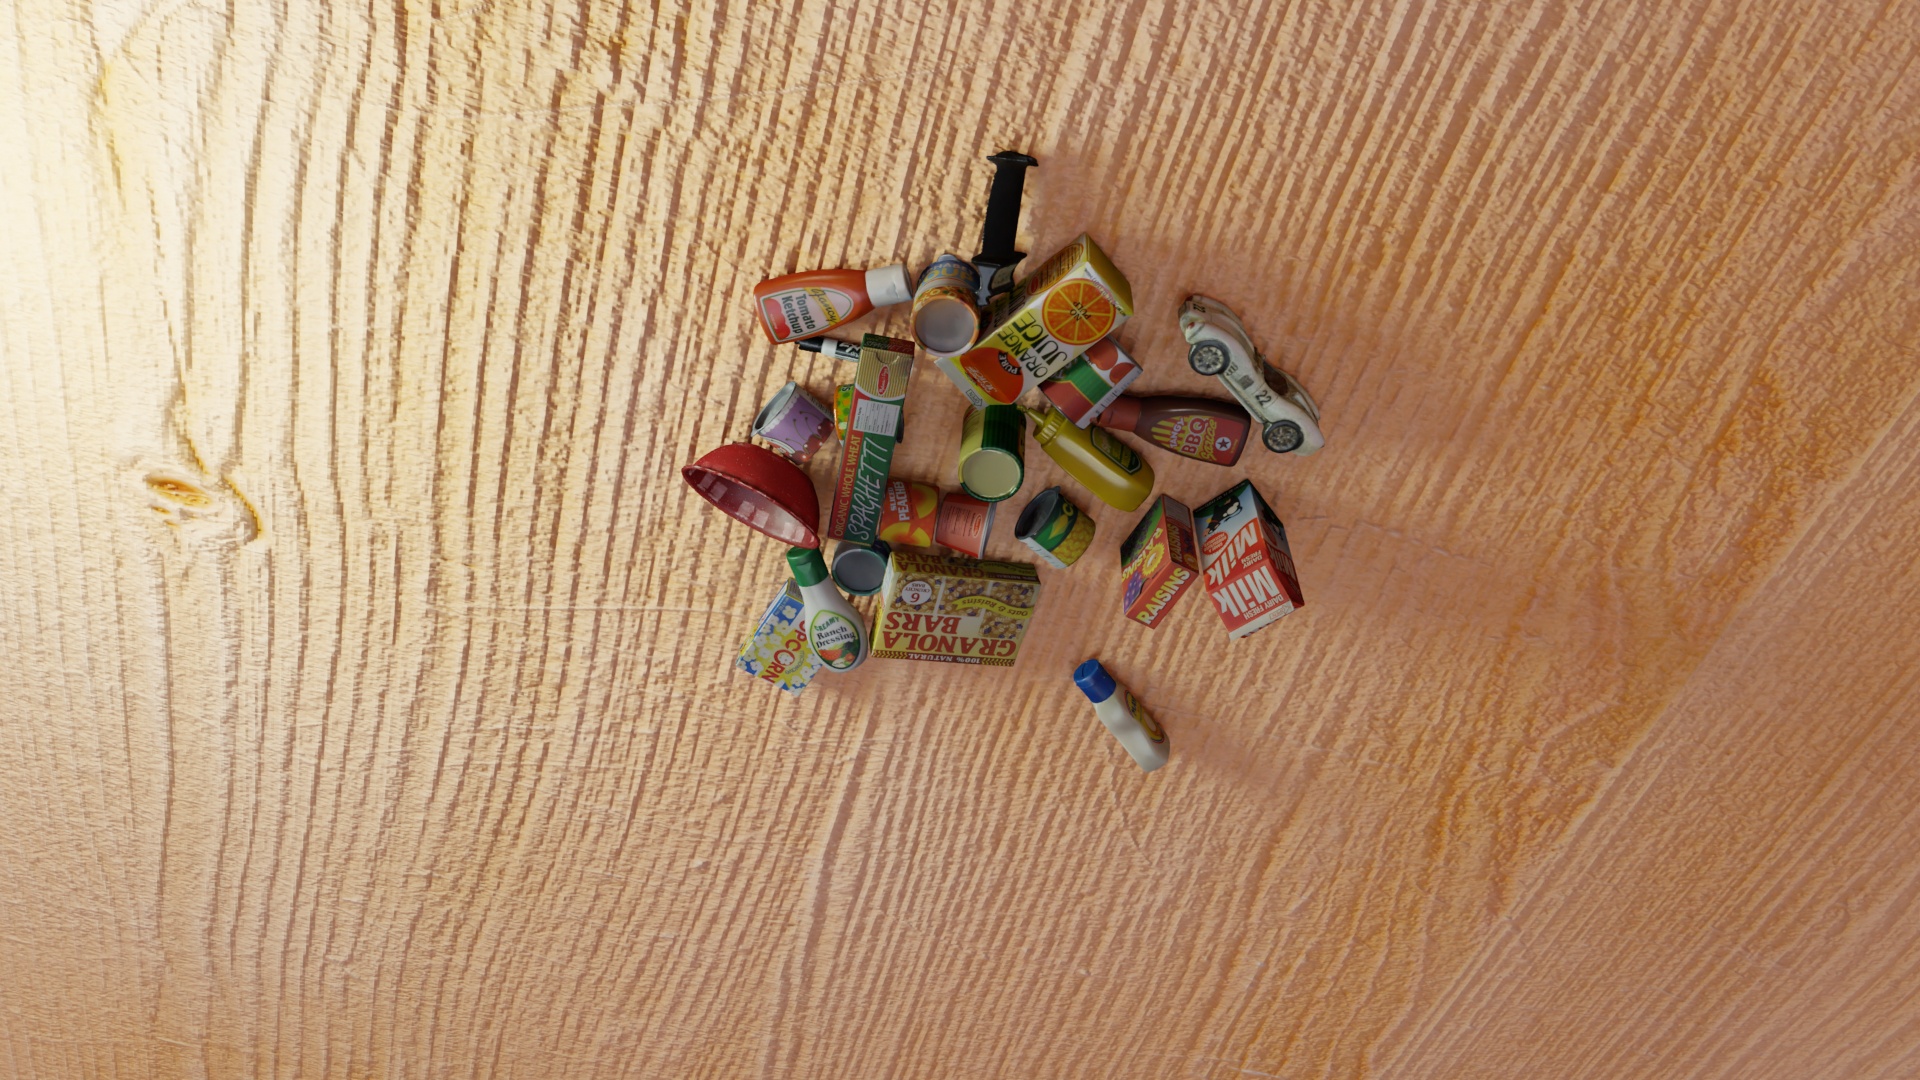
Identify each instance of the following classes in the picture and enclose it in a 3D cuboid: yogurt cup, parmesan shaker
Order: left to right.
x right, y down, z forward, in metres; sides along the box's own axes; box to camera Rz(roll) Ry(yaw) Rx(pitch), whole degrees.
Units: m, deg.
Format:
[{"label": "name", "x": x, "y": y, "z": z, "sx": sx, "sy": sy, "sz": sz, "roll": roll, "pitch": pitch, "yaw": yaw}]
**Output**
[{"label": "yogurt cup", "x": 0.005, "y": -0.018, "z": 1.469, "sx": 0.054, "sy": 0.073, "sz": 0.072, "roll": 13, "pitch": 124, "yaw": 4}, {"label": "parmesan shaker", "x": 0.032, "y": -0.090, "z": 1.393, "sx": 0.071, "sy": 0.103, "sz": 0.071, "roll": 2, "pitch": 124, "yaw": 2}]

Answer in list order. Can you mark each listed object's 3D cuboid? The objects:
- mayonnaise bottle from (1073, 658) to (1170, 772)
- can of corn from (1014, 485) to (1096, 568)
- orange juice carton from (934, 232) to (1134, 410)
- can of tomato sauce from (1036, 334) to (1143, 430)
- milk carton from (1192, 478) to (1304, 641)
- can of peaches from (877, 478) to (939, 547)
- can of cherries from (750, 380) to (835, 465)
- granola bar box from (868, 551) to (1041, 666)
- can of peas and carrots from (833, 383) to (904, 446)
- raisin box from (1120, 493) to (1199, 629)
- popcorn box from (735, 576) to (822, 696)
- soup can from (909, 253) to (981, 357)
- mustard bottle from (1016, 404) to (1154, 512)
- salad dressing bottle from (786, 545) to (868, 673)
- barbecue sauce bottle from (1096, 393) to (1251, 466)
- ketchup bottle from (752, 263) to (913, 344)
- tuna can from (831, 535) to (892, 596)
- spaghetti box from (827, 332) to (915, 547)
[{"label": "mayonnaise bottle", "x": 0.187, "y": 0.199, "z": 1.605, "sx": 0.041, "sy": 0.065, "sz": 0.148, "roll": -31, "pitch": 113, "yaw": 23}, {"label": "can of corn", "x": 0.102, "y": -0.014, "z": 1.464, "sx": 0.058, "sy": 0.071, "sz": 0.071, "roll": 37, "pitch": 119, "yaw": -20}, {"label": "orange juice carton", "x": 0.068, "y": -0.201, "z": 1.334, "sx": 0.192, "sy": 0.073, "sz": 0.071, "roll": -35, "pitch": 116, "yaw": 24}, {"label": "can of tomato sauce", "x": 0.125, "y": -0.161, "z": 1.353, "sx": 0.071, "sy": 0.071, "sz": 0.083, "roll": 40, "pitch": 104, "yaw": -21}, {"label": "milk carton", "x": 0.292, "y": 0.028, "z": 1.403, "sx": 0.072, "sy": 0.191, "sz": 0.073, "roll": -32, "pitch": 117, "yaw": 22}, {"label": "can of peaches", "x": -0.054, "y": -0.030, "z": 1.460, "sx": 0.058, "sy": 0.071, "sz": 0.071, "roll": 9, "pitch": 124, "yaw": -3}, {"label": "can of cherries", "x": -0.169, "y": -0.117, "z": 1.409, "sx": 0.058, "sy": 0.072, "sz": 0.071, "roll": 40, "pitch": 118, "yaw": -22}, {"label": "granola bar box", "x": -0.008, "y": 0.077, "z": 1.527, "sx": 0.166, "sy": 0.039, "sz": 0.123, "roll": 6, "pitch": 125, "yaw": -16}, {"label": "can of peas and carrots", "x": -0.092, "y": -0.130, "z": 1.399, "sx": 0.059, "sy": 0.071, "sz": 0.070, "roll": -6, "pitch": 123, "yaw": 8}, {"label": "raisin box", "x": 0.205, "y": 0.021, "z": 1.445, "sx": 0.040, "sy": 0.124, "sz": 0.085, "roll": 27, "pitch": 122, "yaw": -14}, {"label": "popcorn box", "x": -0.189, "y": 0.110, "z": 1.581, "sx": 0.085, "sy": 0.038, "sz": 0.126, "roll": 28, "pitch": 121, "yaw": -16}, {"label": "soup can", "x": -0.013, "y": -0.223, "z": 1.318, "sx": 0.071, "sy": 0.084, "sz": 0.071, "roll": 2, "pitch": 124, "yaw": 3}, {"label": "mustard bottle", "x": 0.124, "y": -0.093, "z": 1.411, "sx": 0.160, "sy": 0.066, "sz": 0.048, "roll": 34, "pitch": 124, "yaw": -13}, {"label": "salad dressing bottle", "x": -0.147, "y": 0.072, "z": 1.509, "sx": 0.064, "sy": 0.044, "sz": 0.147, "roll": -17, "pitch": 113, "yaw": 7}, {"label": "barbecue sauce bottle", "x": 0.213, "y": -0.119, "z": 1.399, "sx": 0.149, "sy": 0.044, "sz": 0.064, "roll": 12, "pitch": 125, "yaw": -4}, {"label": "ketchup bottle", "x": -0.121, "y": -0.235, "z": 1.342, "sx": 0.149, "sy": 0.044, "sz": 0.064, "roll": -11, "pitch": 122, "yaw": 10}, {"label": "tuna can", "x": -0.106, "y": 0.028, "z": 1.524, "sx": 0.071, "sy": 0.033, "sz": 0.070, "roll": 2, "pitch": 124, "yaw": 3}, {"label": "spaghetti box", "x": -0.090, "y": -0.093, "z": 1.363, "sx": 0.050, "sy": 0.029, "sz": 0.248, "roll": 10, "pitch": 133, "yaw": -6}]
